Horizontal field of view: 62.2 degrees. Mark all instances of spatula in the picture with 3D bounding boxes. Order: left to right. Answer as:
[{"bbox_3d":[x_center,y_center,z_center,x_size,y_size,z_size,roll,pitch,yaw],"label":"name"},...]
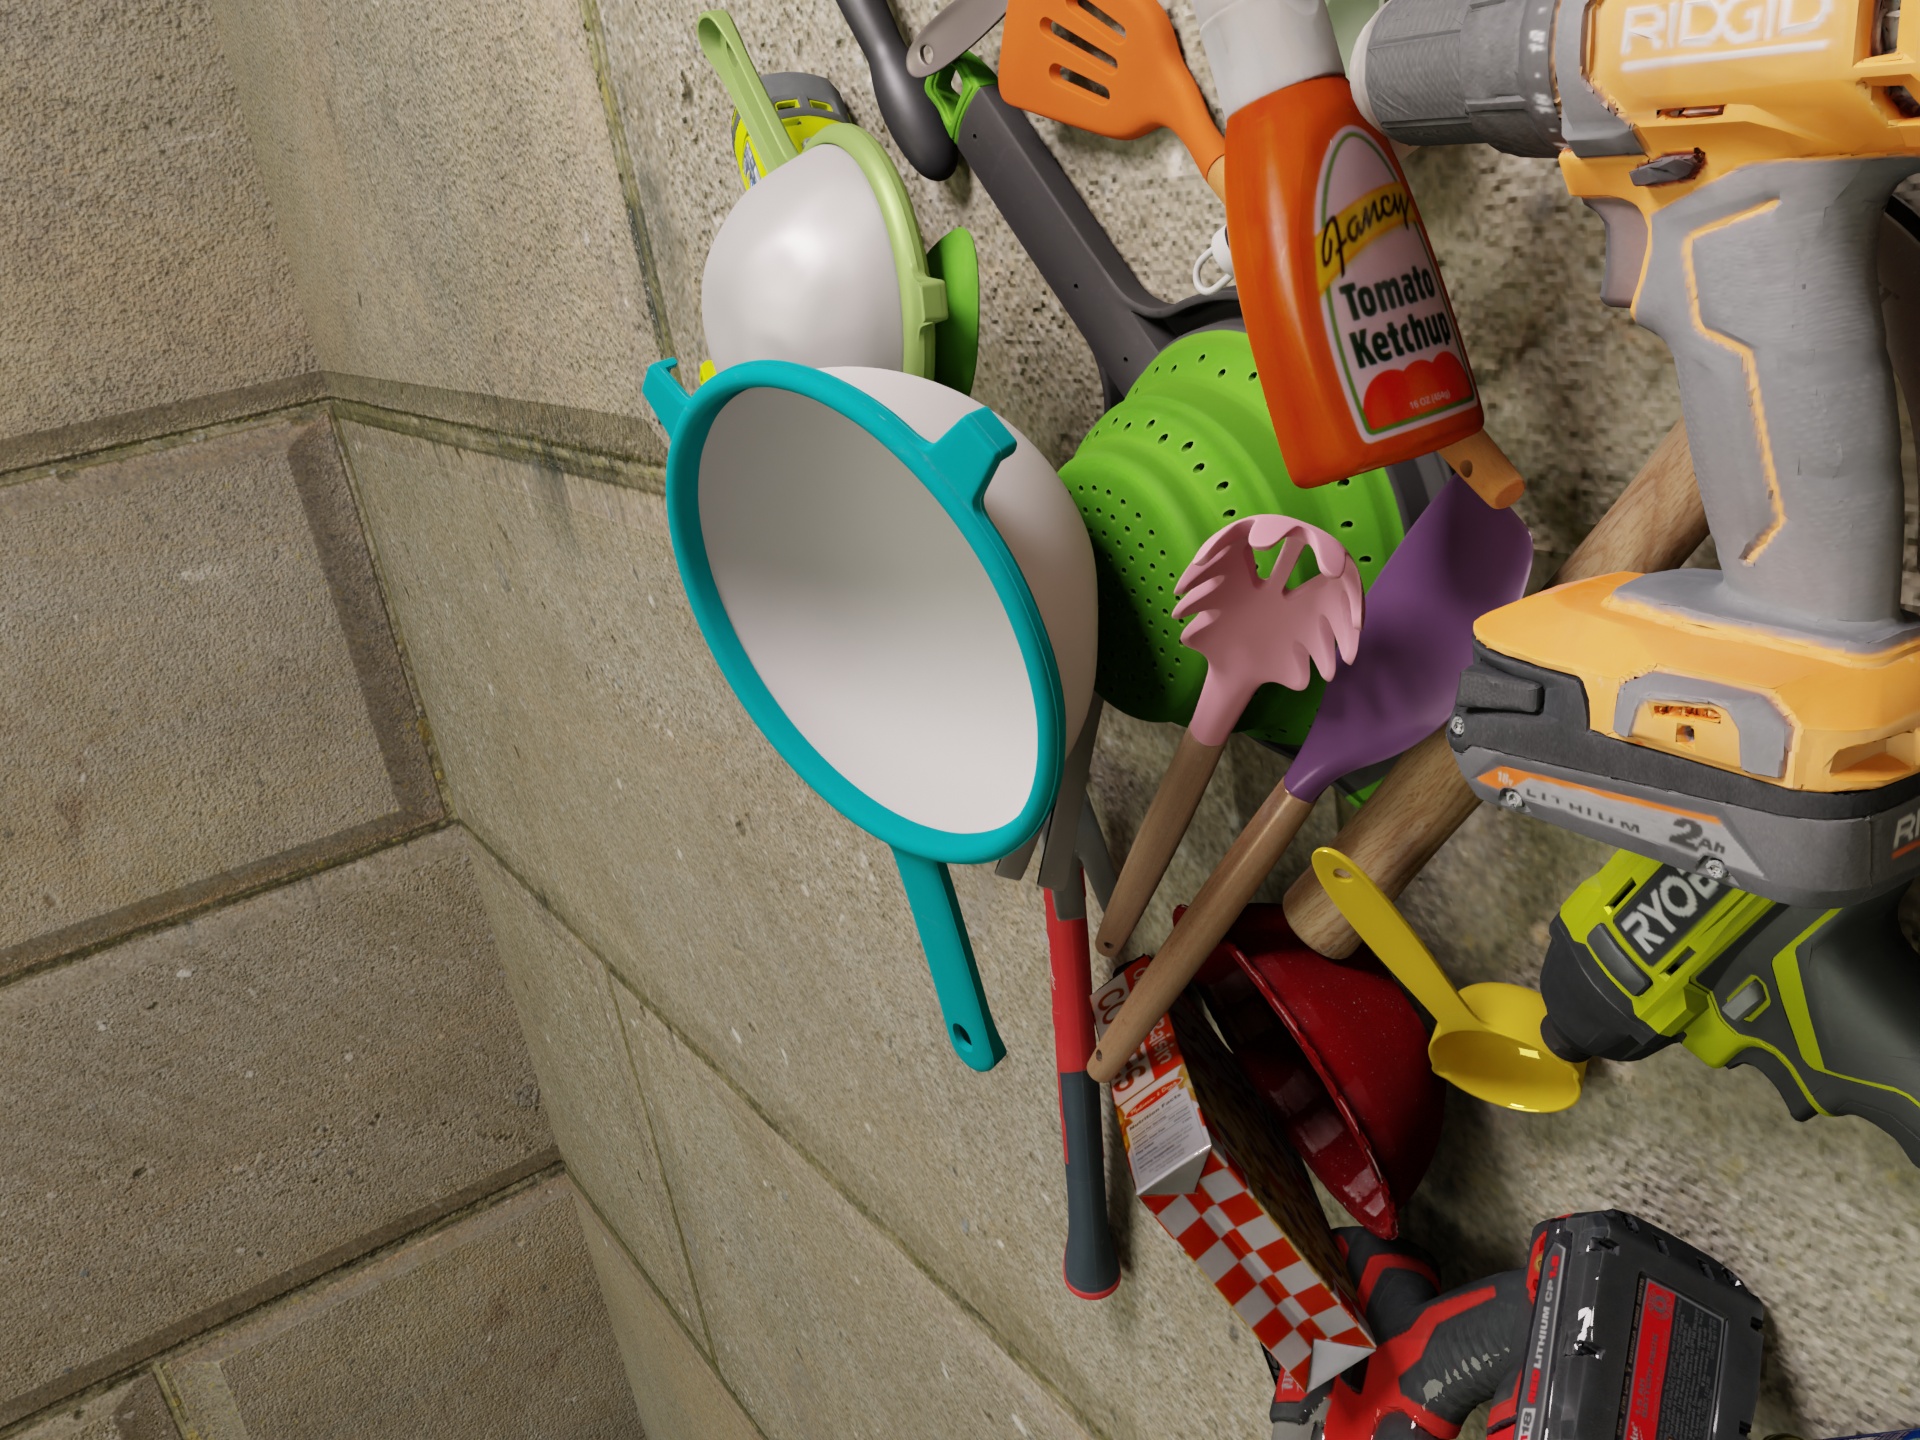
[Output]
[{"bbox_3d":[0.100,-0.185,0.577,0.081,0.041,0.323,106,146,-47],"label":"spatula"},{"bbox_3d":[0.116,0.044,0.594,0.315,0.018,0.060,-63,38,39],"label":"spatula"}]

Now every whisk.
[{"bbox_3d":[-0.068,-0.389,0.762,0.284,0.070,0.070,64,153,-2],"label":"whisk"}]

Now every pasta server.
[{"bbox_3d":[0.087,0.024,0.613,0.060,0.040,0.316,23,146,7],"label":"pasta server"}]

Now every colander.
[{"bbox_3d":[0.057,-0.131,0.664,0.397,0.094,0.204,60,151,17],"label":"colander"}]

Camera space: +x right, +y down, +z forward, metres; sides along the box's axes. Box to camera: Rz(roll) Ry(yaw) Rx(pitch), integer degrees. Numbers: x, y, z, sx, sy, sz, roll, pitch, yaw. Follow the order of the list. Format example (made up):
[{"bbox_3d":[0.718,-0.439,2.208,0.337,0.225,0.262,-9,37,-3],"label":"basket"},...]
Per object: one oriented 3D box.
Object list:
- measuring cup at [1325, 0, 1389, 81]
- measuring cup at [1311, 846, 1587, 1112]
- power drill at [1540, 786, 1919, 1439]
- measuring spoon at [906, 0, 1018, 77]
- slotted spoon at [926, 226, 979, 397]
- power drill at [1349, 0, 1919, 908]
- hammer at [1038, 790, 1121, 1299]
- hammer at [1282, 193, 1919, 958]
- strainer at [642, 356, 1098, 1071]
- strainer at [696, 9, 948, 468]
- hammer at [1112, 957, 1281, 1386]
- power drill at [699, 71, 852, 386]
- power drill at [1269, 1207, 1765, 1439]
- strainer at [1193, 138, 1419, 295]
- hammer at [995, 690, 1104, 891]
[{"bbox_3d":[0.112,-0.268,0.535,0.083,0.038,0.167,-22,87,63],"label":"measuring cup"},{"bbox_3d":[0.181,0.091,0.594,0.156,0.029,0.062,47,145,-22],"label":"measuring cup"},{"bbox_3d":[0.275,0.123,0.472,0.223,0.080,0.171,57,150,29],"label":"power drill"},{"bbox_3d":[0.016,-0.308,0.683,0.124,0.018,0.034,-11,103,54],"label":"measuring spoon"},{"bbox_3d":[0.007,-0.102,0.765,0.313,0.031,0.070,79,178,-56],"label":"slotted spoon"},{"bbox_3d":[0.174,-0.087,0.402,0.185,0.084,0.226,24,124,53],"label":"power drill"},{"bbox_3d":[0.069,0.204,0.897,0.143,0.038,0.386,-105,7,-58],"label":"hammer"},{"bbox_3d":[0.194,-0.020,0.521,0.130,0.031,0.331,53,142,25],"label":"hammer"},{"bbox_3d":[-0.001,-0.002,0.659,0.211,0.095,0.340,19,134,42],"label":"strainer"},{"bbox_3d":[-0.091,-0.218,0.698,0.257,0.069,0.151,66,154,21],"label":"strainer"},{"bbox_3d":[0.152,0.286,0.848,0.146,0.035,0.335,-21,90,62],"label":"hammer"},{"bbox_3d":[-0.086,-0.201,0.863,0.228,0.080,0.191,111,147,-52],"label":"power drill"},{"bbox_3d":[0.194,0.290,0.630,0.080,0.188,0.226,29,151,-10],"label":"power drill"},{"bbox_3d":[0.154,-0.195,0.462,0.258,0.050,0.087,-29,82,51],"label":"strainer"},{"bbox_3d":[-0.001,0.028,0.873,0.337,0.034,0.127,161,122,-72],"label":"hammer"}]
